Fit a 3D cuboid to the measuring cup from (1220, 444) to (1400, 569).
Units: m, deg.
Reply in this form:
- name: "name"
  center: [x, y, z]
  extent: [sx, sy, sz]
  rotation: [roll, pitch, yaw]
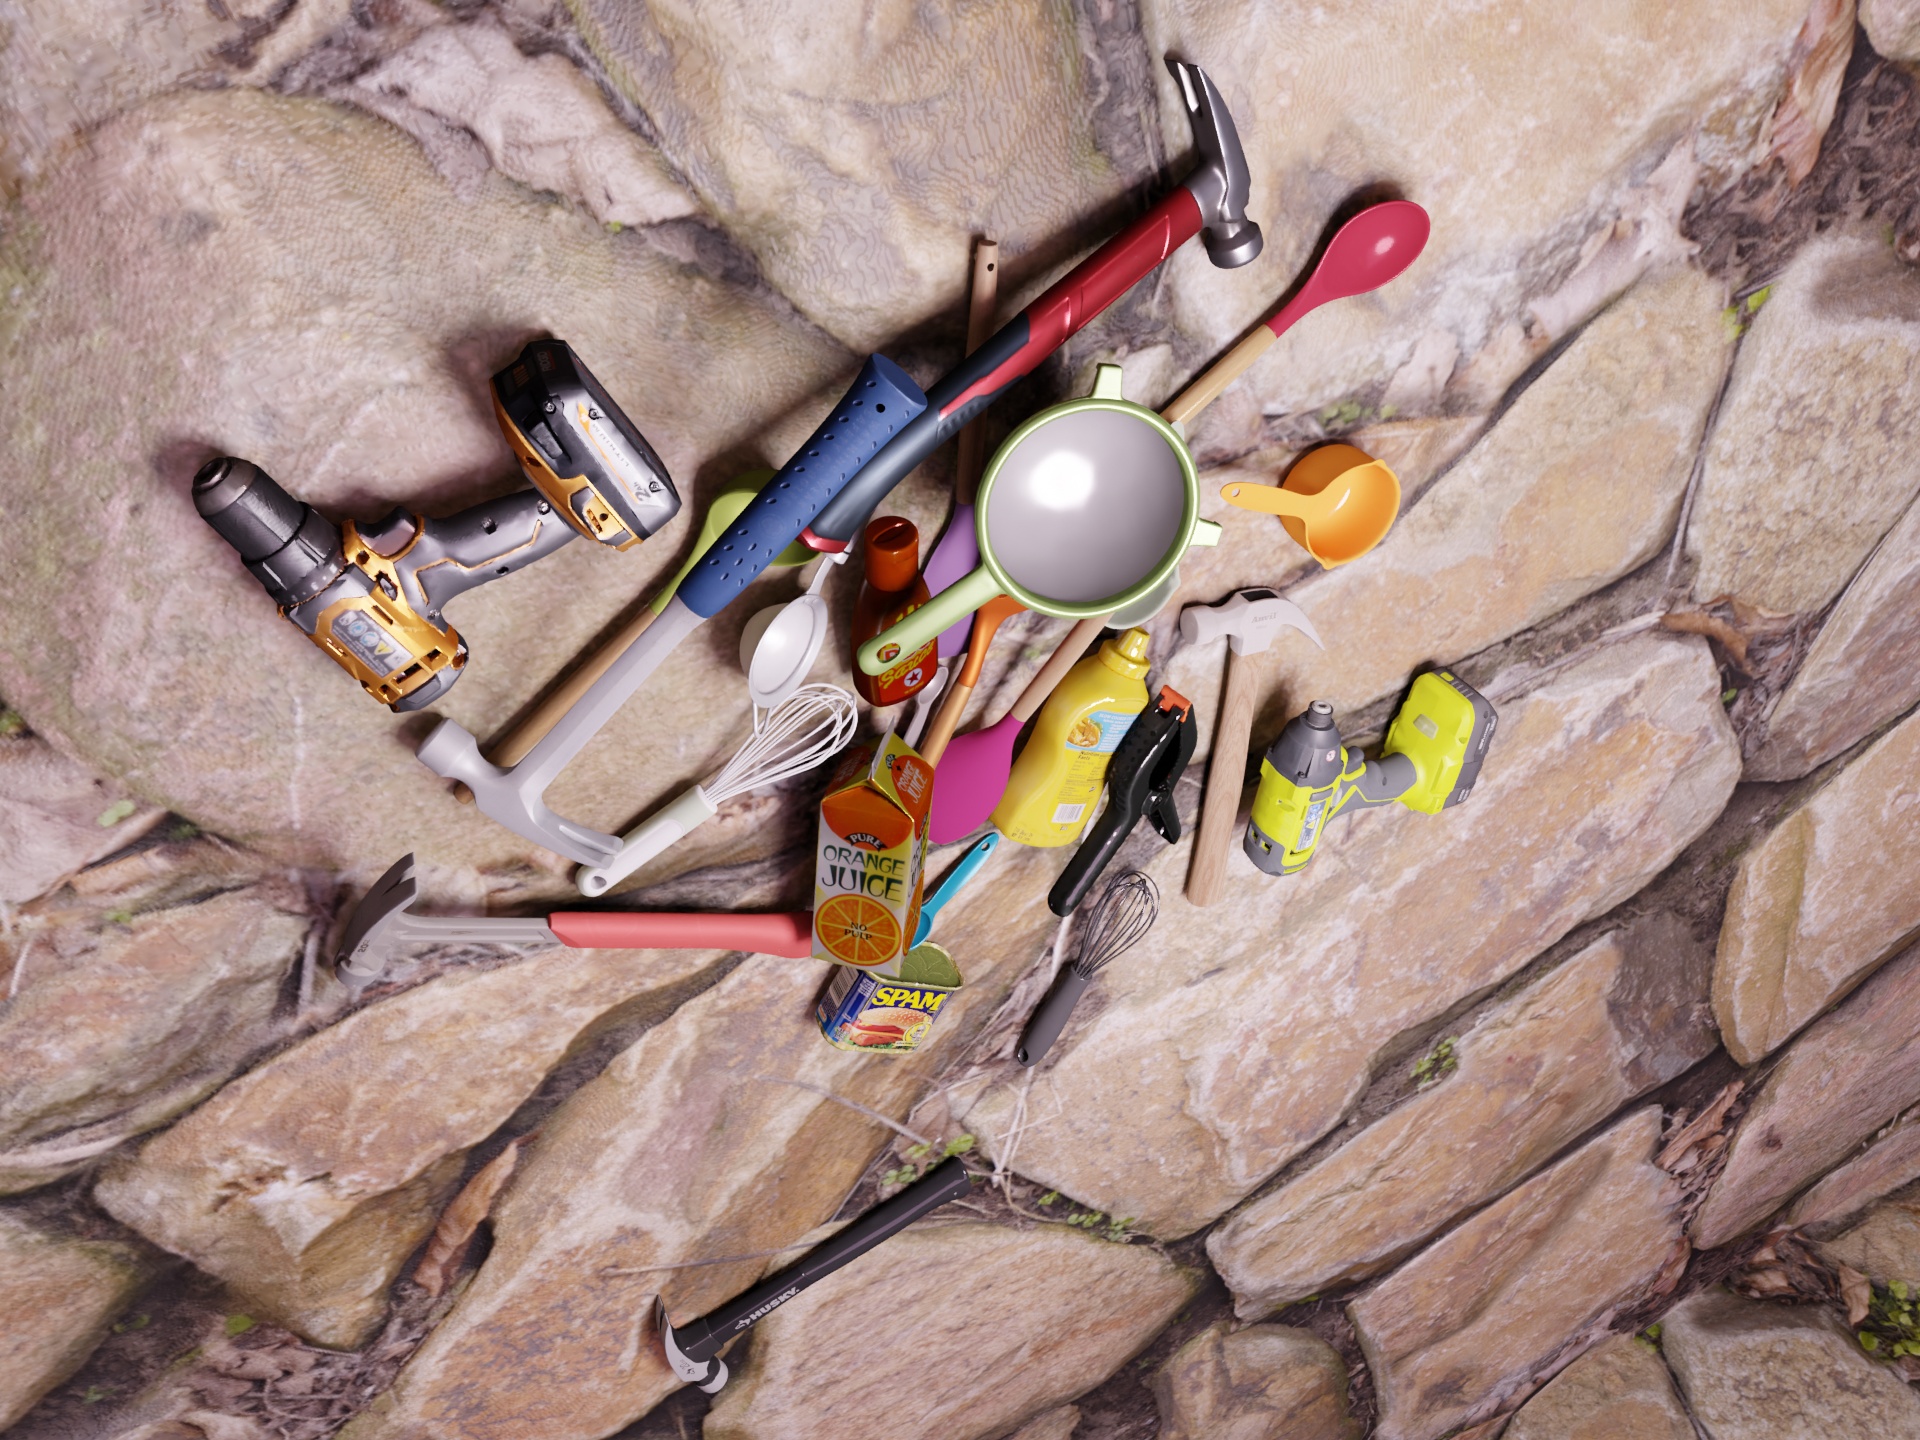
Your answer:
- name: "measuring cup"
  center: [0.256, -0.174, 1.220]
  extent: [0.173, 0.052, 0.095]
  rotation: [5, 121, -30]

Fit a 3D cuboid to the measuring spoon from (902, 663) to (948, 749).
- name: "measuring spoon"
  center: [-0.041, 0.005, 1.209]
  extent: [0.034, 0.018, 0.124]
  rotation: [-27, 148, -51]

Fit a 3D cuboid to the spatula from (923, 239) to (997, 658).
- name: "spatula"
  center: [0.004, -0.174, 1.095]
  extent: [0.059, 0.018, 0.315]
  rotation: [-11, 129, -22]

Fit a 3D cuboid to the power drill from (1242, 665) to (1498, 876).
- name: "power drill"
  center: [0.359, 0.035, 1.397]
  extent: [0.223, 0.080, 0.171]
  rotation: [-16, 133, -28]

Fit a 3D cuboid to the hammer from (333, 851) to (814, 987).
- name: "hammer"
  center: [-0.253, 0.148, 1.153]
  extent: [0.358, 0.037, 0.149]
  rotation: [6, 145, -37]

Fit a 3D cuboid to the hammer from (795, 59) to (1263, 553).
- name: "hammer"
  center: [0.033, -0.248, 0.997]
  extent: [0.386, 0.038, 0.143]
  rotation: [-41, 133, -11]

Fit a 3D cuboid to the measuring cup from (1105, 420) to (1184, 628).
- name: "measuring cup"
  center: [0.131, -0.149, 1.176]
  extent: [0.083, 0.038, 0.167]
  rotation: [-4, 123, -27]

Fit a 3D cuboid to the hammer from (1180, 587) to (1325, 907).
- name: "hammer"
  center: [0.235, 0.031, 1.376]
  extent: [0.130, 0.031, 0.331]
  rotation: [-14, 130, -21]

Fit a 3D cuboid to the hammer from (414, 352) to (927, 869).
- name: "hammer"
  center: [-0.165, -0.061, 0.969]
  extent: [0.144, 0.035, 0.405]
  rotation: [41, 115, -15]

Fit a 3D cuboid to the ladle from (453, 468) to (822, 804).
- name: "ladle"
  center: [-0.215, -0.047, 1.040]
  extent: [0.320, 0.062, 0.078]
  rotation: [-42, 130, 8]

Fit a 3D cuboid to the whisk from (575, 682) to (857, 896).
- name: "whisk"
  center: [-0.176, 0.052, 1.143]
  extent: [0.246, 0.059, 0.057]
  rotation: [-35, 122, 4]

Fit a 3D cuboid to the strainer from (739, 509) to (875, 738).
- name: "strainer"
  center: [-0.090, -0.108, 1.076]
  extent: [0.258, 0.050, 0.087]
  rotation: [-58, 161, 11]

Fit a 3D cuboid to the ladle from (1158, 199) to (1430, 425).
- name: "ladle"
  center: [0.204, -0.260, 1.141]
  extent: [0.315, 0.031, 0.069]
  rotation: [-41, 134, 6]

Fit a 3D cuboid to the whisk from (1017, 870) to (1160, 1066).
- name: "whisk"
  center: [0.112, 0.232, 1.447]
  extent: [0.055, 0.055, 0.239]
  rotation: [9, 123, -35]

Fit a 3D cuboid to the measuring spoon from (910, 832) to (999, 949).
- name: "measuring spoon"
  center: [-0.017, 0.138, 1.326]
  extent: [0.128, 0.021, 0.042]
  rotation: [-47, 133, -3]

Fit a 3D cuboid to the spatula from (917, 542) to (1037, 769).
- name: "spatula"
  center: [-0.002, -0.004, 1.193]
  extent: [0.081, 0.041, 0.322]
  rotation: [3, 124, -40]

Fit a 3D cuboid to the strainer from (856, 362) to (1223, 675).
- name: "strainer"
  center: [0.034, -0.118, 1.058]
  extent: [0.256, 0.069, 0.151]
  rotation: [-34, 119, 8]

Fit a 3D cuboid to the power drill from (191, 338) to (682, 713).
- name: "power drill"
  center: [-0.301, -0.125, 0.917]
  extent: [0.226, 0.084, 0.185]
  rotation: [-34, 132, 3]

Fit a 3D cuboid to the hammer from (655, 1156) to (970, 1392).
- name: "hammer"
  center: [-0.137, 0.521, 1.529]
  extent: [0.335, 0.035, 0.146]
  rotation: [-31, 134, -6]

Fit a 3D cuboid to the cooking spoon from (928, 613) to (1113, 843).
- name: "cooking spoon"
  center: [0.058, -0.022, 1.201]
  extent: [0.068, 0.017, 0.318]
  rotation: [34, 114, -10]
